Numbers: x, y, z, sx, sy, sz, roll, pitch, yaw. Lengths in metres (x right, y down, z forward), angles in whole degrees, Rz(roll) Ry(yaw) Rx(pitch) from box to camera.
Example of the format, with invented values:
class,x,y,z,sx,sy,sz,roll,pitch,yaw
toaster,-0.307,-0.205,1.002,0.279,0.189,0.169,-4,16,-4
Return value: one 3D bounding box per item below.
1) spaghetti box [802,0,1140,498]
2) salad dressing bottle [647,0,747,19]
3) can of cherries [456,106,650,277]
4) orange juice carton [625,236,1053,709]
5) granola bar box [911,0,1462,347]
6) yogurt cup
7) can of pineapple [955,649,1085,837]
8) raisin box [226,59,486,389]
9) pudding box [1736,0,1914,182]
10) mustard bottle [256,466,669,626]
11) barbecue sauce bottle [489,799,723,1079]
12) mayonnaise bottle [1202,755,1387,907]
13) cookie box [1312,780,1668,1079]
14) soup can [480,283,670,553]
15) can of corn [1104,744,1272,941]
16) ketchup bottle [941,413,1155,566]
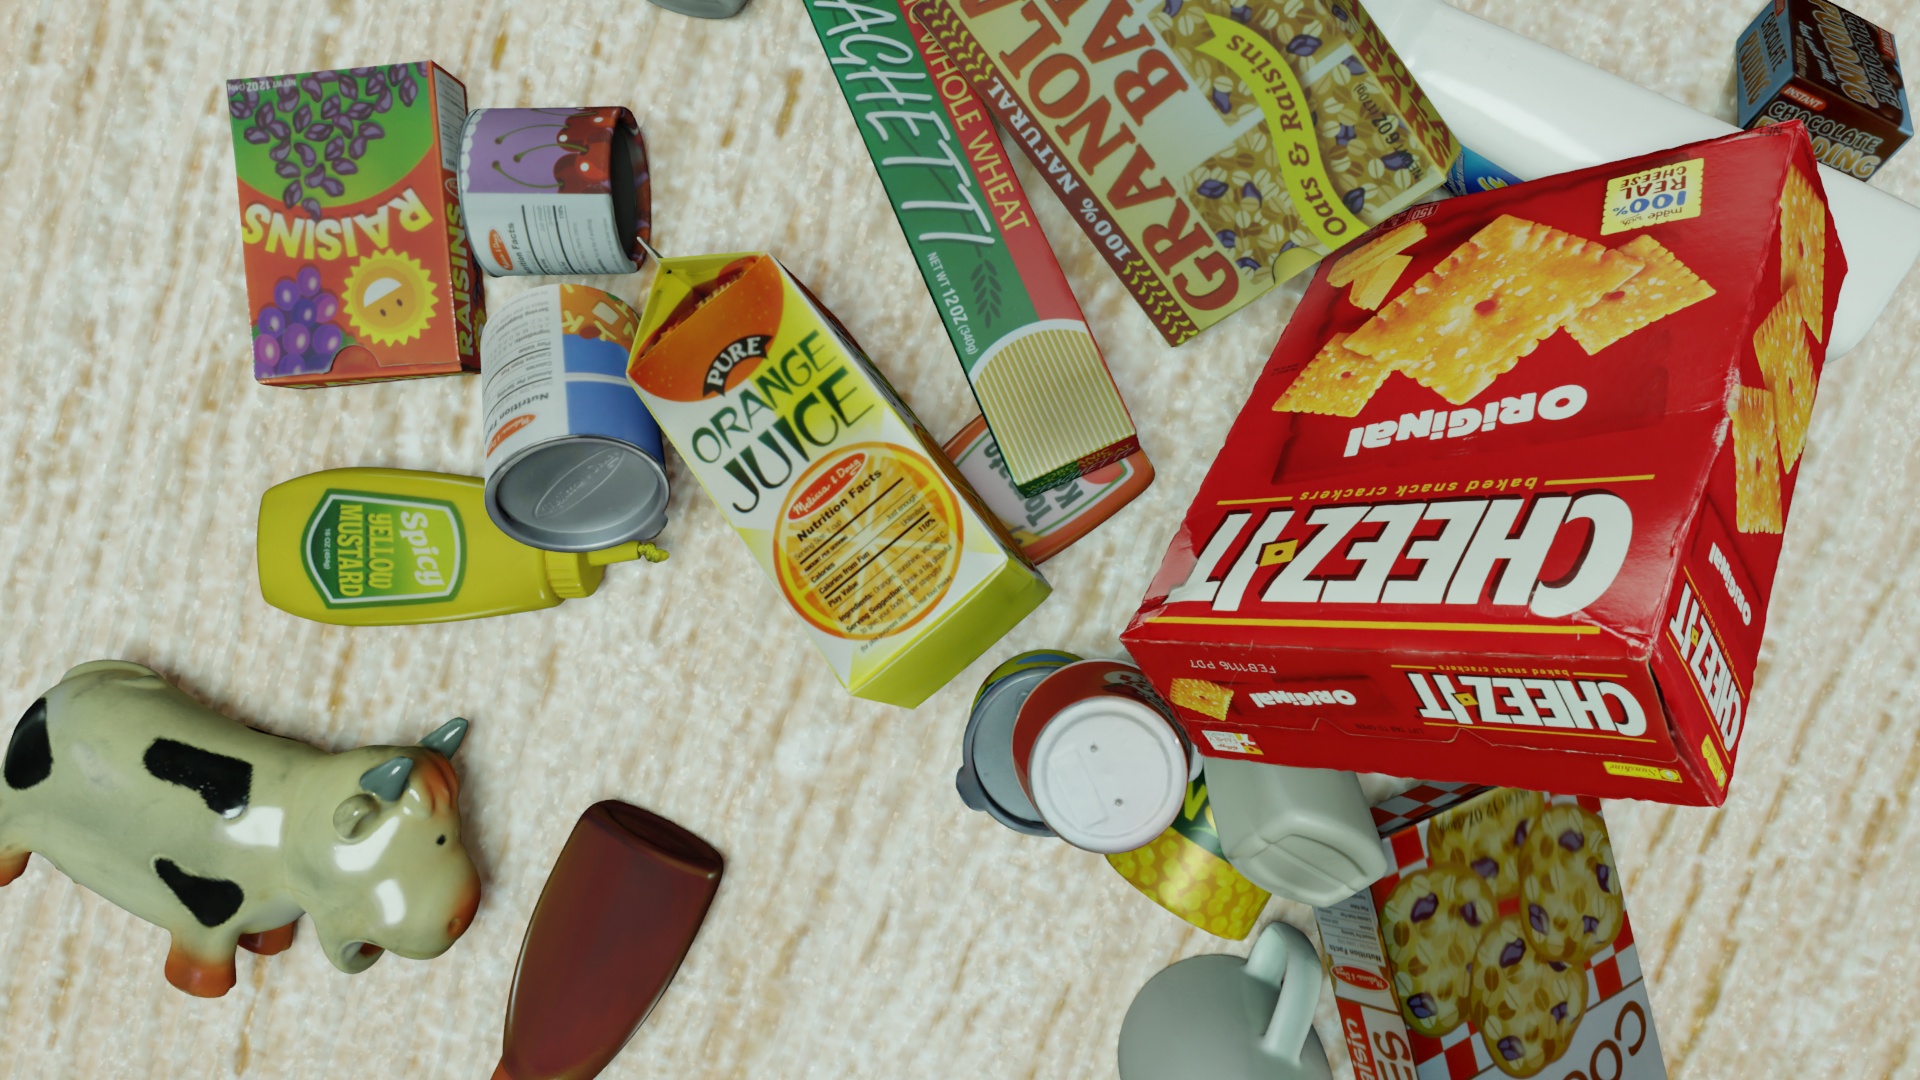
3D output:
class,x,y,z,sx,sy,sz,roll,pitch,yaw
spaghetti box,-0.004,-0.139,0.540,0.050,0.028,0.250,-24,79,4
salad dressing bottle,-0.098,-0.289,0.556,0.064,0.044,0.147,11,91,6
can of cherries,-0.159,-0.141,0.552,0.058,0.071,0.071,-1,92,2
orange juice carton,-0.056,-0.036,0.519,0.073,0.071,0.193,-40,71,5
granola bar box,0.079,-0.168,0.503,0.123,0.039,0.165,-30,104,40
yogurt cup,0.051,0.079,0.496,0.072,0.054,0.072,0,91,4
can of pineapple,0.033,0.079,0.554,0.071,0.058,0.071,0,92,2
raisin box,-0.244,-0.127,0.568,0.086,0.040,0.123,-4,92,2
pudding box,0.326,-0.172,0.526,0.050,0.030,0.084,28,50,1
mustard bottle,-0.199,0.002,0.565,0.160,0.049,0.065,0,94,2
barbecue sauce bottle,-0.156,0.186,0.572,0.065,0.044,0.148,26,93,1
mayonnaise bottle,0.110,0.058,0.513,0.064,0.149,0.041,32,122,-30
cookie box,0.205,0.176,0.534,0.123,0.040,0.167,-15,91,-27
soup can,-0.148,-0.046,0.538,0.071,0.071,0.084,-18,54,3
can of corn,0.096,0.114,0.548,0.071,0.071,0.058,30,93,1
ketchup bottle,0.002,-0.007,0.560,0.149,0.043,0.065,-36,86,3
